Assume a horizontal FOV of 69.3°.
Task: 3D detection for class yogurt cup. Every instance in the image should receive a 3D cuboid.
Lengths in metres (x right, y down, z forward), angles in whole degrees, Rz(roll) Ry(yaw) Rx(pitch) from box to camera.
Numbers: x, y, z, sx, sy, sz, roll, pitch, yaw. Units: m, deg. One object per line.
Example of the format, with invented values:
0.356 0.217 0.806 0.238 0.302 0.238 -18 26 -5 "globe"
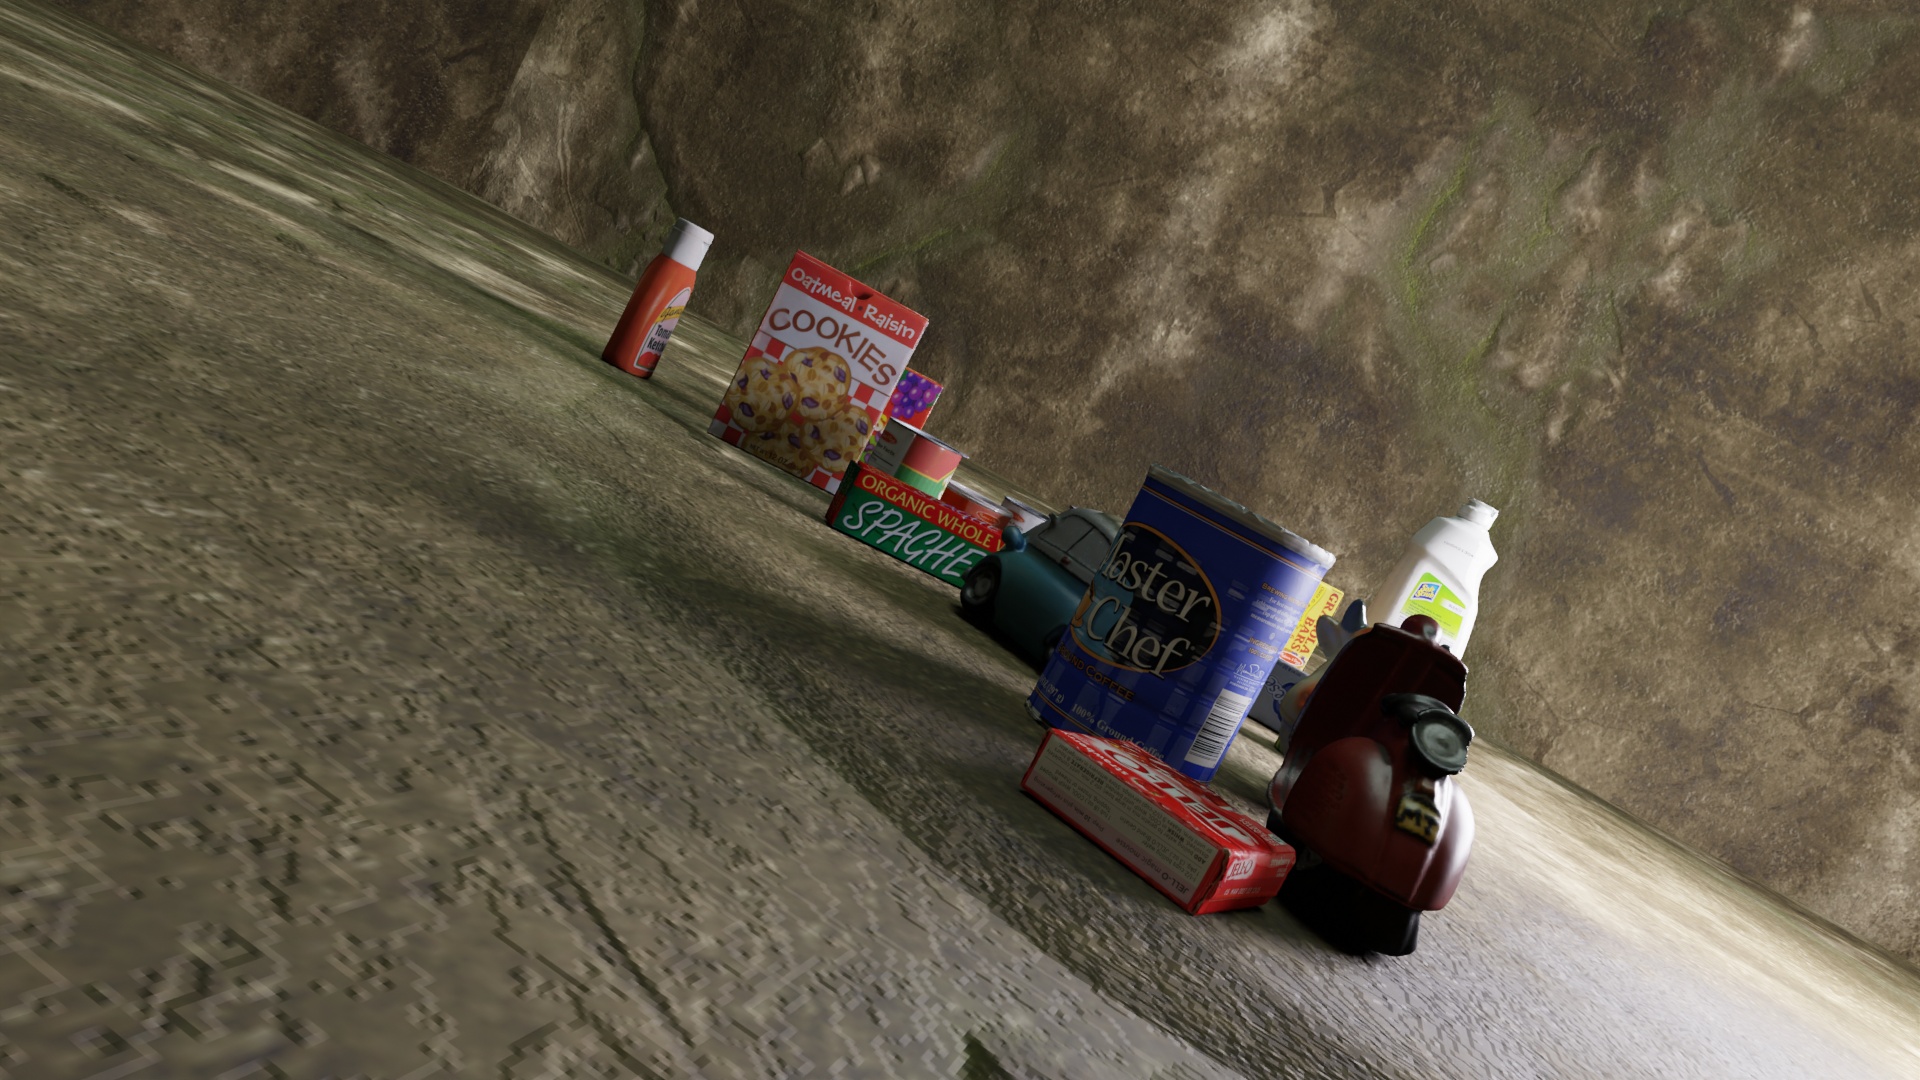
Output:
0.004 -0.015 1.200 0.072 0.054 0.072 27 5 -3 "yogurt cup"

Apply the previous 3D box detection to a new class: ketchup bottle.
-0.279 -0.225 1.288 0.043 0.148 0.065 28 5 8 "ketchup bottle"

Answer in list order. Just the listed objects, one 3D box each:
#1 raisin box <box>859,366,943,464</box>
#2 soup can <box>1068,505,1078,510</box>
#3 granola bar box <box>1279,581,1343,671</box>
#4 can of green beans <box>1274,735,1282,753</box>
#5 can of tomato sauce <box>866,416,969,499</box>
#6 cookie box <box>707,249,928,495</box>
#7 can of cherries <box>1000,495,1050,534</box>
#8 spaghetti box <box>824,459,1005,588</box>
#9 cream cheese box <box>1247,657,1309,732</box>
-0.082 -0.106 1.263 0.086 0.123 0.040 26 5 -18 "raisin box"
0.105 0.023 1.176 0.071 0.083 0.071 27 5 -3 "soup can"
0.262 0.072 1.259 0.039 0.124 0.166 25 6 -23 "granola bar box"
0.274 0.142 1.021 0.071 0.057 0.071 27 5 -3 "can of green beans"
-0.044 -0.047 1.110 0.071 0.083 0.071 27 5 -3 "can of tomato sauce"
-0.118 -0.138 1.156 0.123 0.167 0.040 27 5 -9 "cookie box"
0.059 -0.001 1.307 0.071 0.058 0.071 27 5 -3 "can of cherries"
0.022 0.017 1.012 0.250 0.050 0.029 26 5 -16 "spaghetti box"
0.283 0.140 1.110 0.104 0.053 0.024 30 5 21 "cream cheese box"
